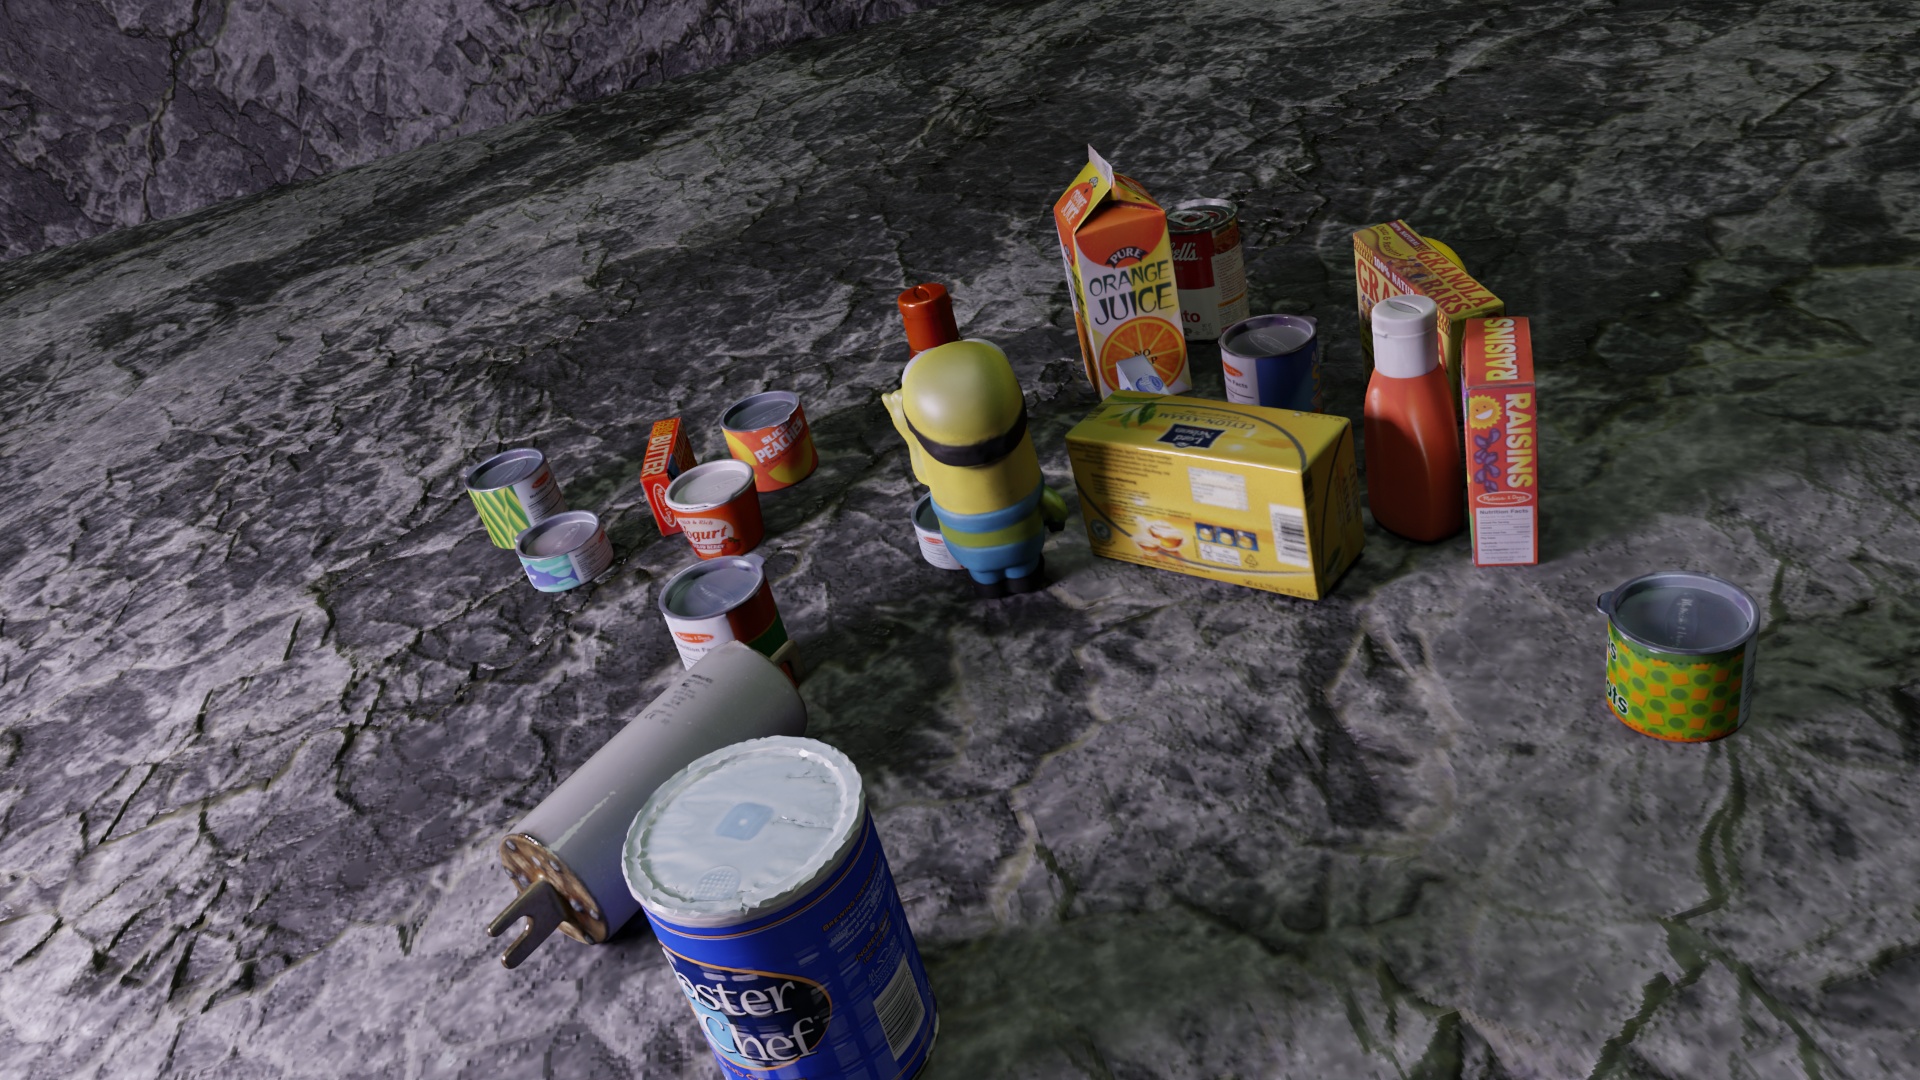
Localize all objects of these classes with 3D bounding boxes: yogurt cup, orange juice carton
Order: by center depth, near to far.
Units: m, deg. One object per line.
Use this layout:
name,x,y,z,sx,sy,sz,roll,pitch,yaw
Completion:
yogurt cup,-0.179,-0.021,1.034,0.072,0.053,0.073,-11,32,7
orange juice carton,0.122,-0.204,1.067,0.073,0.191,0.072,-15,31,0

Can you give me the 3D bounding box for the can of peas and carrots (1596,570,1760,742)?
can of peas and carrots,0.353,0.057,0.687,0.071,0.058,0.071,-11,32,7

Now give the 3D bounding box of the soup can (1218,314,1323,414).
soup can,0.223,-0.109,0.978,0.071,0.083,0.072,-11,32,7

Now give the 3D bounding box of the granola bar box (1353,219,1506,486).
granola bar box,0.315,-0.129,0.935,0.039,0.123,0.166,-14,31,1

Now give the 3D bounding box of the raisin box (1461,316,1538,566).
raisin box,0.319,-0.059,0.822,0.040,0.122,0.086,-1,34,21

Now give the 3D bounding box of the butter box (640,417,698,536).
butter box,-0.230,-0.052,1.105,0.024,0.053,0.104,-13,31,3

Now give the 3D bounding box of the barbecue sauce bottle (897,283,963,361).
barbecue sauce bottle,-0.011,-0.115,1.023,0.044,0.147,0.065,-18,31,-6

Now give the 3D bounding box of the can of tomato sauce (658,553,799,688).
can of tomato sauce,-0.140,0.060,0.861,0.071,0.082,0.071,-11,32,7

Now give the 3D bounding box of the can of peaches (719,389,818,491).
can of peaches,-0.151,-0.079,1.110,0.071,0.057,0.071,-11,32,7

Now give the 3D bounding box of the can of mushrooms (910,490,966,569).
can of mushrooms,0.003,-0.012,0.964,0.071,0.033,0.071,-11,32,7

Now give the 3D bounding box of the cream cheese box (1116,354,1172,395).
cream cheese box,0.140,-0.090,1.012,0.024,0.053,0.104,-15,31,-1

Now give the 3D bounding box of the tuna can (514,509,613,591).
tuna can,-0.303,0.008,1.059,0.071,0.032,0.071,-11,32,7

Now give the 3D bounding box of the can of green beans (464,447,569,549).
can of green beans,-0.358,-0.034,1.124,0.071,0.057,0.071,-11,32,7

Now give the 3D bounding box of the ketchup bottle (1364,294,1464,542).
ketchup bottle,0.272,-0.074,0.841,0.043,0.148,0.065,-25,33,-16
